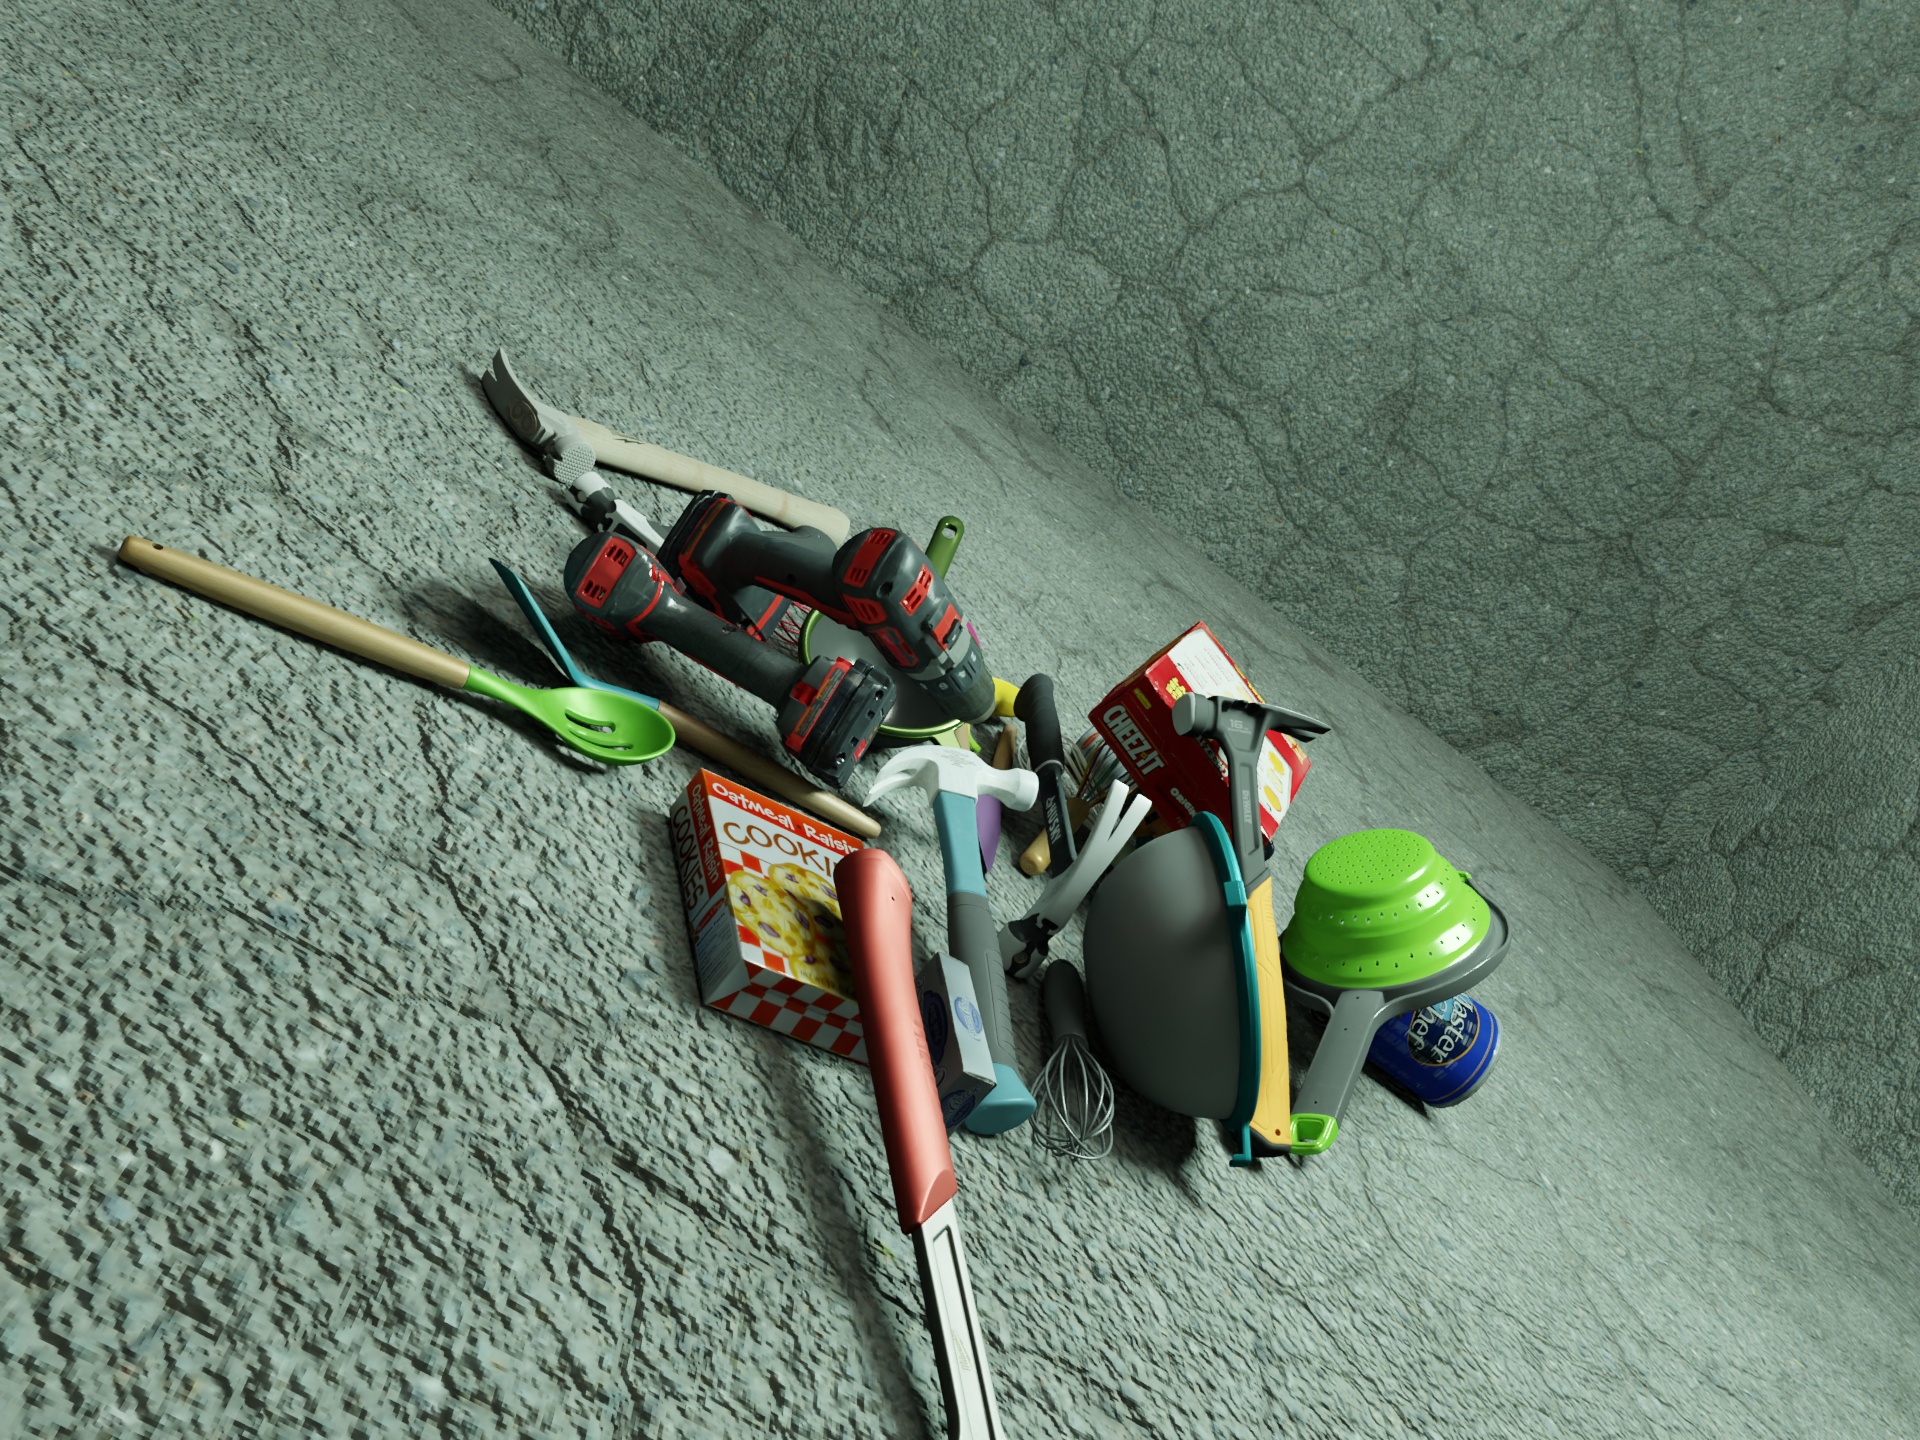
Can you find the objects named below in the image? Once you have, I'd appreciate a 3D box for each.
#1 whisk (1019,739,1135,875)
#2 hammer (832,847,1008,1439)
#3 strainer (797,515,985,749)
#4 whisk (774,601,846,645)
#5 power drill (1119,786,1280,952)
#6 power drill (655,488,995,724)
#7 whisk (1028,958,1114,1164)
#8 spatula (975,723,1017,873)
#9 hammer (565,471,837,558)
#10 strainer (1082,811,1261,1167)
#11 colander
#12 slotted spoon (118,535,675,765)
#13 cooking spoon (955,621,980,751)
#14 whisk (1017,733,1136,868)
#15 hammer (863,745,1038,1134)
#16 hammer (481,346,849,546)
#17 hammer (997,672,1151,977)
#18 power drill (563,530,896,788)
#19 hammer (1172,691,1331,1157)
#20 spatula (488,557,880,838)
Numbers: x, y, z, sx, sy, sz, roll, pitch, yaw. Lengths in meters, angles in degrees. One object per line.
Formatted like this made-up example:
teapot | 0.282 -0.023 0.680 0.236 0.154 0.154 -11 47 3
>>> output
whisk | 0.111 0.064 1.334 0.047 0.051 0.245 47 37 0
hammer | -0.028 0.200 0.761 0.149 0.036 0.360 28 30 -35
strainer | -0.046 -0.067 1.285 0.151 0.069 0.257 23 47 -3
whisk | -0.068 -0.069 1.371 0.295 0.073 0.073 25 23 -52
power drill | 0.226 0.124 1.416 0.185 0.084 0.226 55 14 5
power drill | -0.087 -0.075 1.128 0.227 0.080 0.187 15 -24 34
whisk | 0.066 0.207 1.007 0.055 0.055 0.239 37 13 -9
spatula | 0.031 0.049 1.328 0.316 0.018 0.059 -69 146 -74
hammer | -0.187 -0.144 1.347 0.146 0.035 0.334 43 18 12
strainer | 0.127 0.151 1.120 0.095 0.211 0.340 -5 16 -3
colander | 0.320 0.192 1.288 0.397 0.204 0.094 -46 124 -52
slotted spoon | -0.298 -0.034 0.877 0.313 0.031 0.070 24 23 -36
cooking spoon | -0.002 -0.004 1.315 0.068 0.017 0.319 31 31 -24
whisk | 0.125 0.097 1.387 0.058 0.059 0.247 -20 58 -27
hammer | 0.007 0.126 1.019 0.128 0.033 0.331 15 33 -17
hammer | -0.242 -0.226 1.430 0.146 0.038 0.410 48 19 28
hammer | 0.072 0.043 1.246 0.036 0.149 0.409 33 17 -12
power drill | -0.155 -0.044 1.062 0.219 0.078 0.143 31 -6 1
hammer | 0.220 0.145 1.162 0.127 0.034 0.337 10 67 -22
spatula | -0.171 -0.004 1.027 0.317 0.044 0.082 32 -4 -29
